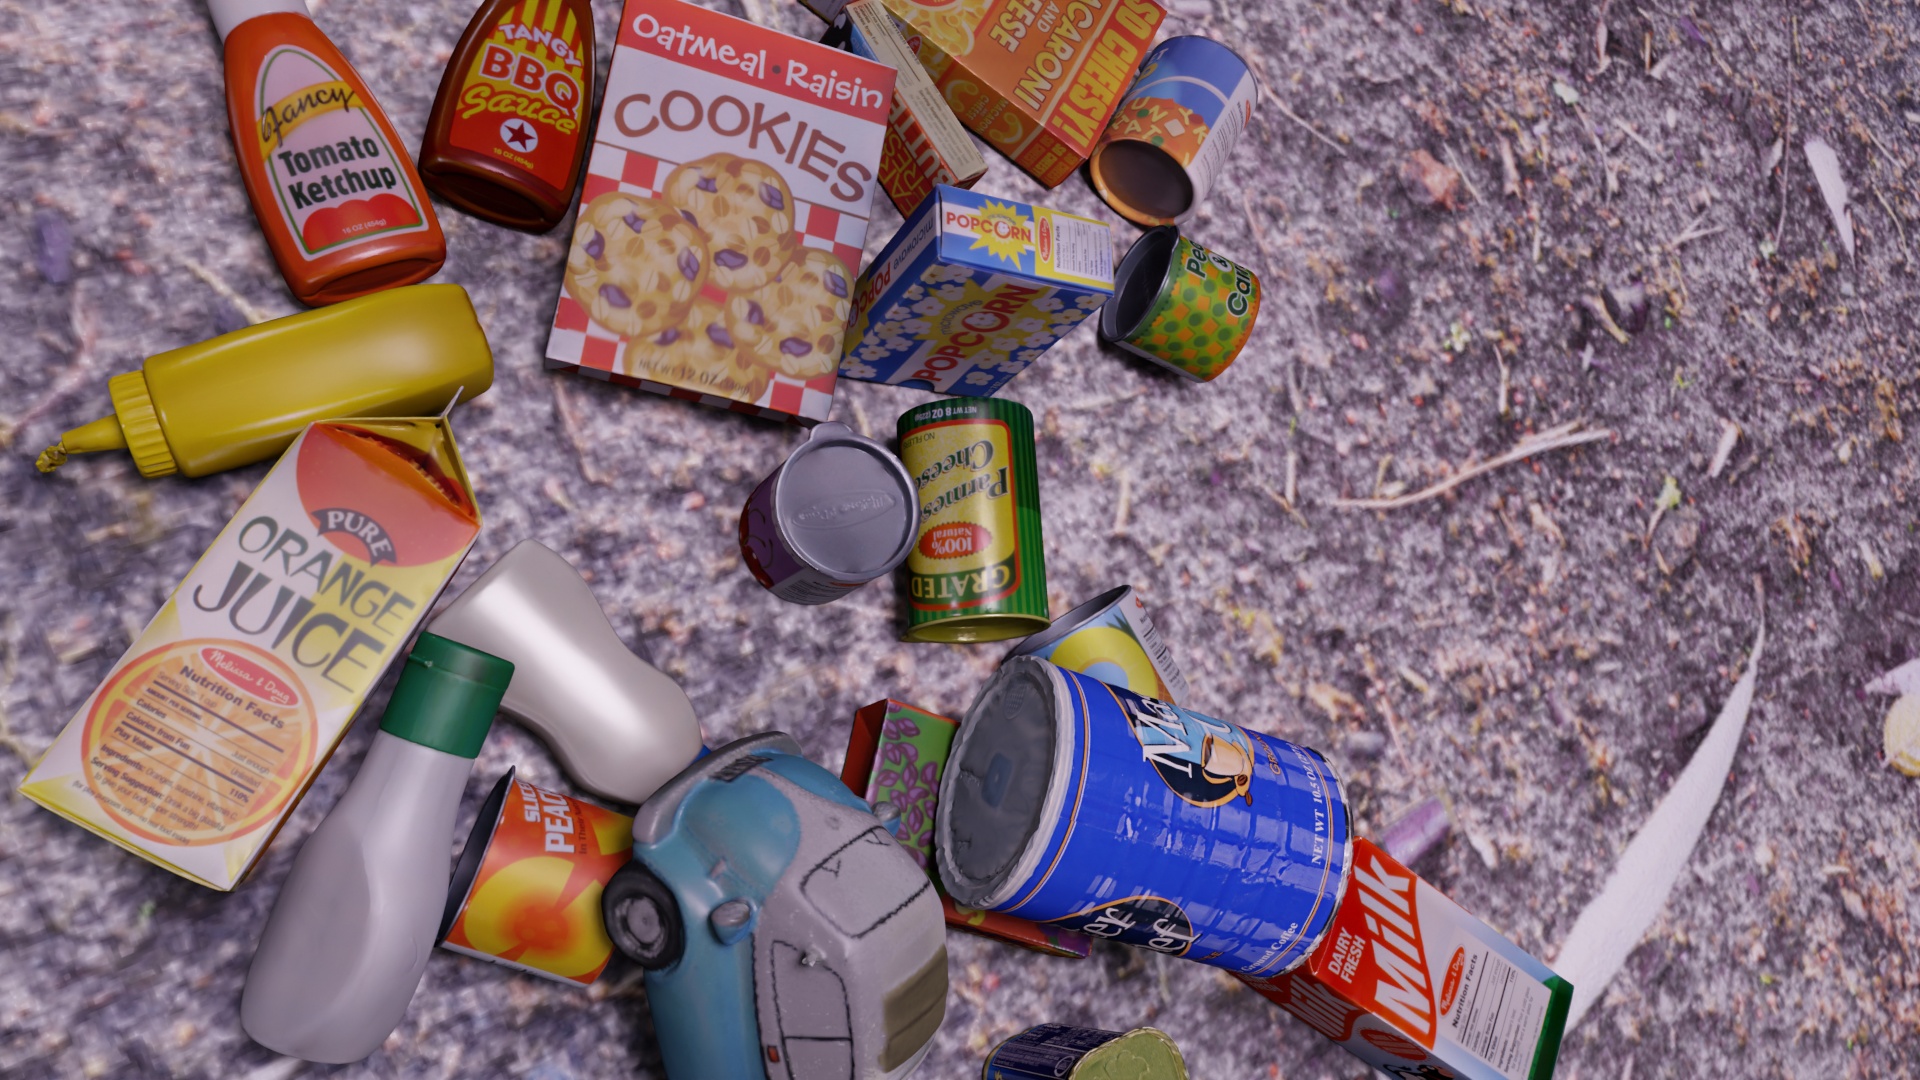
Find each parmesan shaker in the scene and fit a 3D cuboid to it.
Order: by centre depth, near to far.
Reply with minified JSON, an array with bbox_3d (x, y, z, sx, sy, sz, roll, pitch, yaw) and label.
[{"bbox_3d":[0.002,-0.008,0.645,0.071,0.071,0.103,3,75,-26],"label":"parmesan shaker"}]

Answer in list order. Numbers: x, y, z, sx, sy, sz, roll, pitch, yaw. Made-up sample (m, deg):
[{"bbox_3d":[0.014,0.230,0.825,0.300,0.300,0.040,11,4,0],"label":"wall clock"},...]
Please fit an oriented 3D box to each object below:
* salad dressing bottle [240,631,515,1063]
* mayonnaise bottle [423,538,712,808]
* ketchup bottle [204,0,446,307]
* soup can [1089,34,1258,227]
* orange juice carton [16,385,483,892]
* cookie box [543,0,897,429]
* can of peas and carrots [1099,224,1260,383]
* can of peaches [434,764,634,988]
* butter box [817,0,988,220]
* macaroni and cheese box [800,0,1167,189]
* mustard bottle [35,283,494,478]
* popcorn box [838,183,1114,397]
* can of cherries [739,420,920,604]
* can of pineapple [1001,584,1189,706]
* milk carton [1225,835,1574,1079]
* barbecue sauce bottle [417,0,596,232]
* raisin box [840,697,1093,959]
[{"bbox_3d":[-0.206,0.108,0.500,0.044,0.064,0.148,34,73,-54],"label":"salad dressing bottle"},{"bbox_3d":[-0.144,0.071,0.564,0.148,0.041,0.065,47,66,-10],"label":"mayonnaise bottle"},{"bbox_3d":[-0.268,-0.173,0.568,0.065,0.043,0.149,-23,86,-27],"label":"ketchup bottle"},{"bbox_3d":[0.114,-0.224,0.759,0.071,0.071,0.084,37,64,-13],"label":"soup can"},{"bbox_3d":[-0.241,0.027,0.510,0.073,0.071,0.193,34,64,-15],"label":"orange juice carton"},{"bbox_3d":[-0.105,-0.145,0.618,0.123,0.040,0.167,12,84,-17],"label":"cookie box"},{"bbox_3d":[0.116,-0.125,0.729,0.059,0.070,0.071,22,68,-20],"label":"can of peas and carrots"},{"bbox_3d":[-0.157,0.127,0.525,0.058,0.071,0.071,25,67,-19],"label":"can of peaches"},{"bbox_3d":[-0.033,-0.211,0.689,0.024,0.053,0.103,-36,94,-32],"label":"butter box"},{"bbox_3d":[0.016,-0.286,0.741,0.166,0.040,0.124,34,64,-14],"label":"macaroni and cheese box"},{"bbox_3d":[-0.263,-0.057,0.528,0.161,0.065,0.049,-20,90,-25],"label":"mustard bottle"},{"bbox_3d":[0.002,-0.109,0.636,0.085,0.126,0.038,6,71,-25],"label":"popcorn box"},{"bbox_3d":[-0.059,-0.011,0.618,0.071,0.058,0.071,7,74,-23],"label":"can of cherries"},{"bbox_3d":[0.064,0.063,0.655,0.071,0.070,0.058,-31,91,-29],"label":"can of pineapple"},{"bbox_3d":[0.200,0.203,0.678,0.190,0.072,0.074,36,64,-15],"label":"milk carton"},{"bbox_3d":[-0.191,-0.215,0.617,0.065,0.043,0.149,20,68,-30],"label":"barbecue sauce bottle"},{"bbox_3d":[0.006,0.130,0.621,0.123,0.040,0.086,21,67,-20],"label":"raisin box"}]
